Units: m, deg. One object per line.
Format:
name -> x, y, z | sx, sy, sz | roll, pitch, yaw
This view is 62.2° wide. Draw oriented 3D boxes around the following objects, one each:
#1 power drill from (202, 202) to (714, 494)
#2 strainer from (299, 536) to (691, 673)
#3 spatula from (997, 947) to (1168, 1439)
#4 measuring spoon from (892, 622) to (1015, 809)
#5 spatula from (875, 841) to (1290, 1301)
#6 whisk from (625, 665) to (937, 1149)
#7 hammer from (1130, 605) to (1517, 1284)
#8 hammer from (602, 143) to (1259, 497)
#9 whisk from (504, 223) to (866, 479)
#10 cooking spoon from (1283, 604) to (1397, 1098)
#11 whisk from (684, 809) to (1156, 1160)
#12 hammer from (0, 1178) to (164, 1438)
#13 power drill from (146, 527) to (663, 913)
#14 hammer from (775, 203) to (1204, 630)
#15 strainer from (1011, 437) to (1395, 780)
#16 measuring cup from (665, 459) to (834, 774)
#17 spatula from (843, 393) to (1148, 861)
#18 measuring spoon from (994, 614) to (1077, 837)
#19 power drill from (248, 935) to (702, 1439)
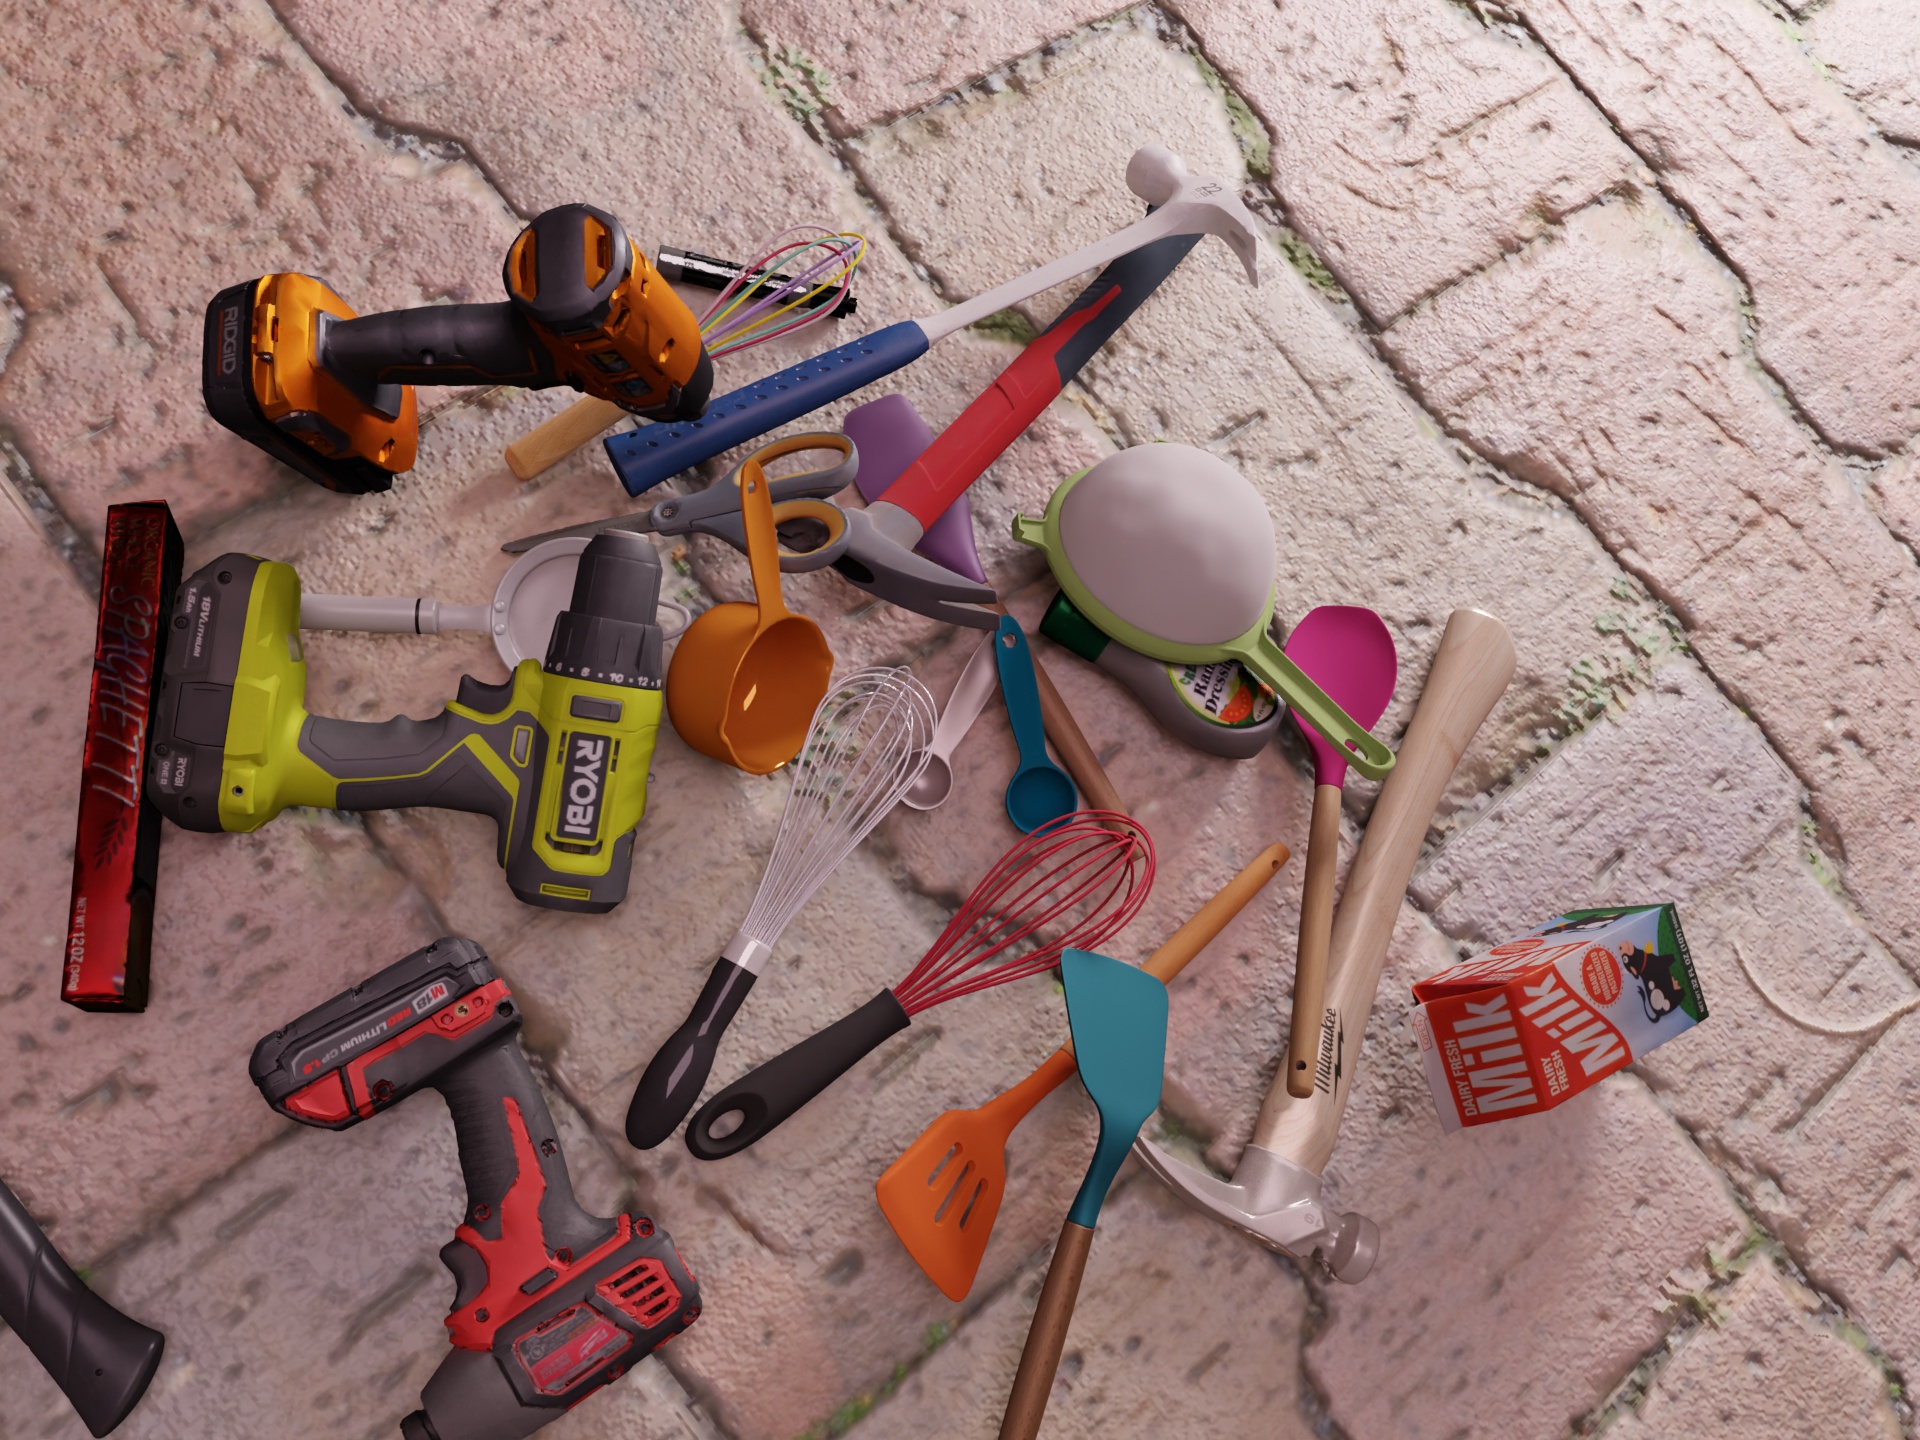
power drill -> -0.243, -0.180, 0.815 | 0.226, 0.164, 0.084 | -8, 75, 12
strainer -> -0.273, -0.056, 0.841 | 0.258, 0.050, 0.087 | 2, 85, -9
spatula -> 0.048, 0.279, 0.812 | 0.082, 0.044, 0.317 | 24, 80, -36
measuring spoon -> -0.001, -0.003, 0.904 | 0.034, 0.018, 0.124 | 31, 72, -5
spatula -> 0.080, 0.170, 0.865 | 0.322, 0.041, 0.081 | -40, 106, -23
whisk -> -0.095, 0.094, 0.831 | 0.070, 0.070, 0.285 | 30, 77, -4
hammer -> 0.233, 0.102, 0.930 | 0.146, 0.038, 0.411 | 28, 68, -4
hammer -> -0.012, -0.227, 0.924 | 0.405, 0.035, 0.144 | -27, 46, -12
whisk -> -0.155, -0.212, 0.911 | 0.245, 0.051, 0.047 | -37, 74, -12
cooking spoon -> 0.208, 0.063, 0.913 | 0.069, 0.017, 0.319 | 5, 58, 14
whisk -> -0.017, 0.140, 0.842 | 0.296, 0.073, 0.073 | -33, 84, -15
hammer -> -0.506, 0.157, 0.715 | 0.149, 0.036, 0.409 | -41, 87, -21
power drill -> -0.262, -0.014, 0.788 | 0.228, 0.080, 0.190 | 9, 92, -12
hammer -> 0.064, -0.205, 0.945 | 0.143, 0.038, 0.386 | 26, 59, 24
strainer -> 0.162, -0.073, 0.909 | 0.151, 0.069, 0.256 | -32, 71, -37
measuring cup -> -0.117, -0.056, 0.825 | 0.052, 0.173, 0.095 | 16, 35, 29
spatula -> 0.021, -0.055, 0.930 | 0.060, 0.018, 0.316 | -28, 81, -22
measuring spoon -> 0.036, 0.004, 0.906 | 0.042, 0.021, 0.129 | -10, 85, -14
power drill -> -0.234, 0.225, 0.748 | 0.143, 0.078, 0.220 | -31, 86, -21
